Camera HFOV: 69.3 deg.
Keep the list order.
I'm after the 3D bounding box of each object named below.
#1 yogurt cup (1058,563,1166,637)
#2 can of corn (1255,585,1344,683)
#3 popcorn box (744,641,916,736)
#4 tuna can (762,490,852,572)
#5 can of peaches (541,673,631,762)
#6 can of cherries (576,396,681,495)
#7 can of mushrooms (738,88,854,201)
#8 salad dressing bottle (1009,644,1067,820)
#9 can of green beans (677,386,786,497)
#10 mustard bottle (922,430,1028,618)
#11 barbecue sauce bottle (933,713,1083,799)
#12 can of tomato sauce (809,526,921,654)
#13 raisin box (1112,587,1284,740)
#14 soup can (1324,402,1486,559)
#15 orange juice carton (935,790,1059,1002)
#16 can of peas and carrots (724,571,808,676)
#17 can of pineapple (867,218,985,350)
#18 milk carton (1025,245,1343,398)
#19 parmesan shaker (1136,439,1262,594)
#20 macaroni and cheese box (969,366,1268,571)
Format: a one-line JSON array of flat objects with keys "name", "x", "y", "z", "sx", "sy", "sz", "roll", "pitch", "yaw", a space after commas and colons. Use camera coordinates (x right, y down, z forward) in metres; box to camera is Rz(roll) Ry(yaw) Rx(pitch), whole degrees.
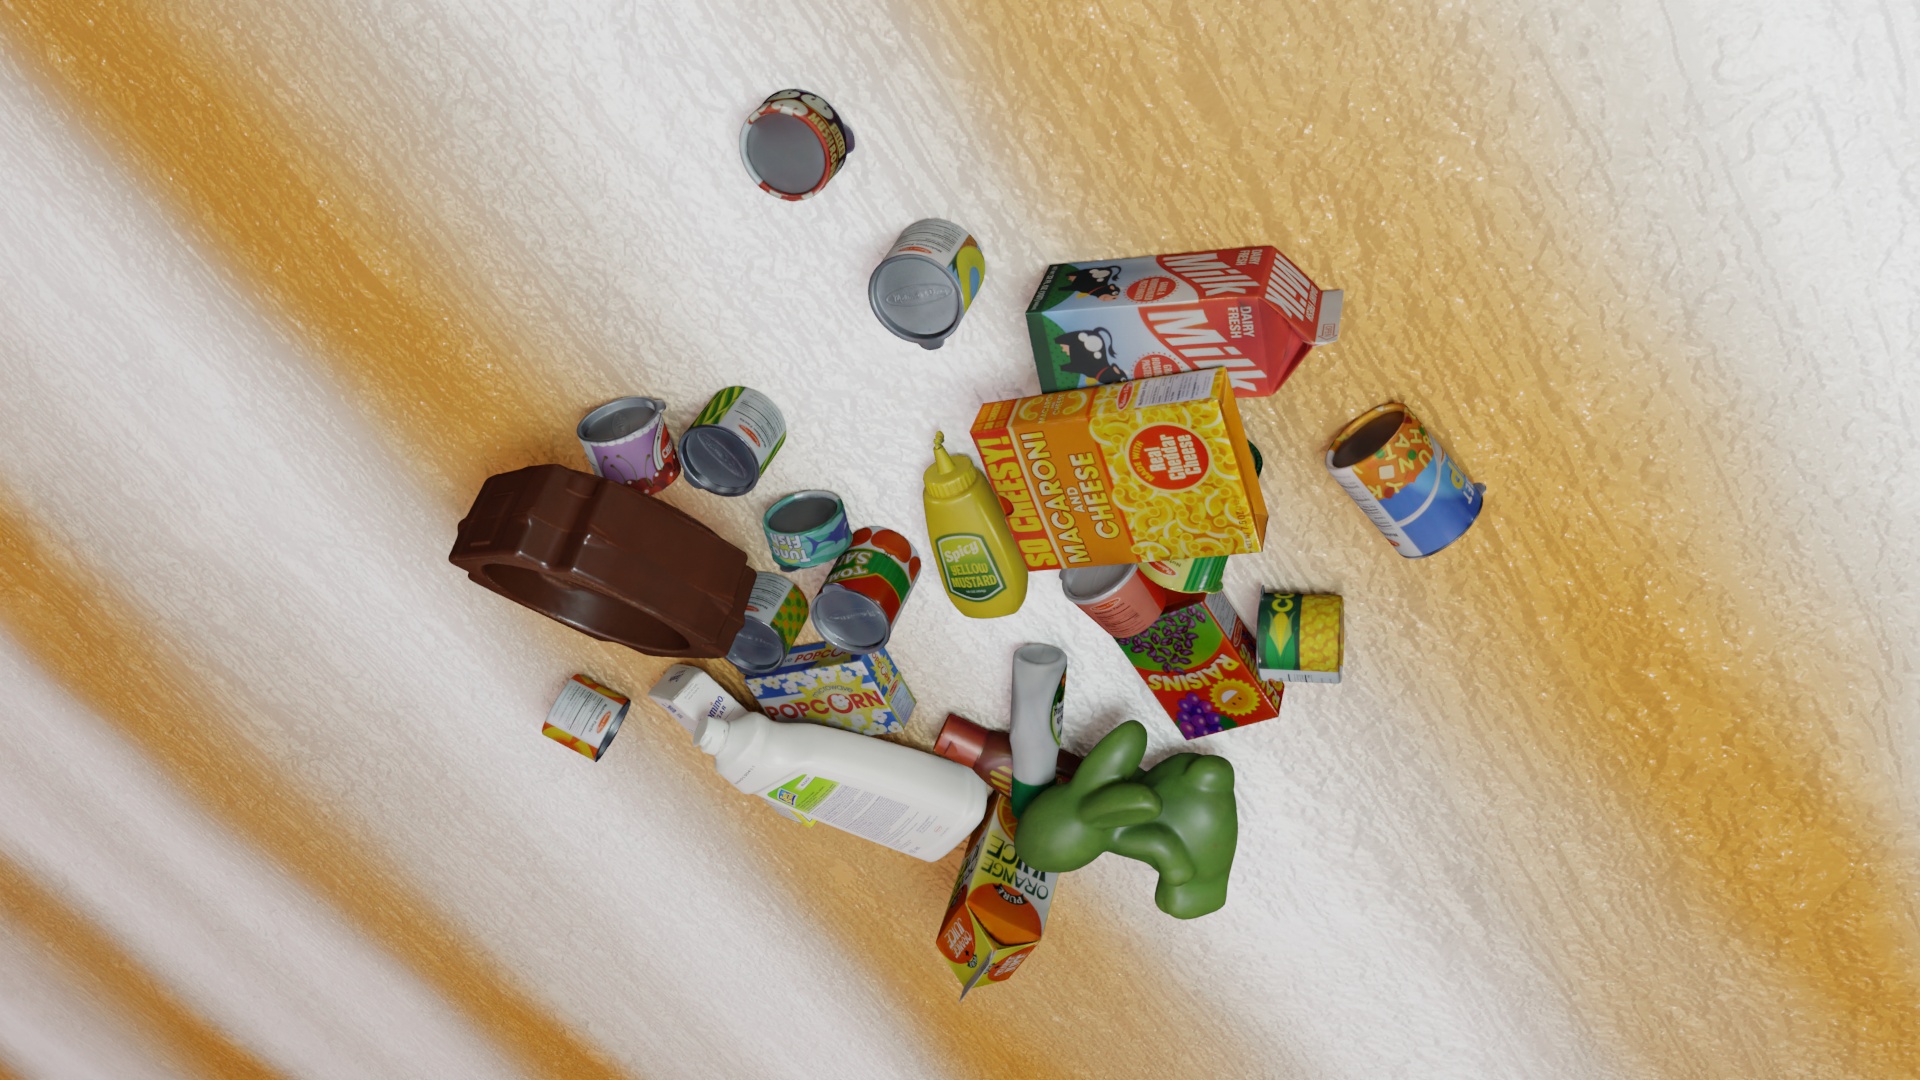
[{"name": "yogurt cup", "x": 0.118, "y": 0.036, "z": 1.042, "sx": 0.072, "sy": 0.073, "sz": 0.054, "roll": -20, "pitch": 126, "yaw": 32}, {"name": "can of corn", "x": 0.250, "y": 0.069, "z": 1.019, "sx": 0.058, "sy": 0.071, "sz": 0.070, "roll": 1, "pitch": 127, "yaw": 19}, {"name": "popcorn box", "x": -0.114, "y": 0.132, "z": 1.217, "sx": 0.126, "sy": 0.038, "sz": 0.085, "roll": -12, "pitch": 122, "yaw": 27}, {"name": "tuna can", "x": -0.122, "y": -0.008, "z": 1.089, "sx": 0.071, "sy": 0.071, "sz": 0.032, "roll": 1, "pitch": 126, "yaw": 20}, {"name": "can of peaches", "x": -0.354, "y": 0.168, "z": 1.315, "sx": 0.058, "sy": 0.071, "sz": 0.071, "roll": 28, "pitch": 131, "yaw": -3}, {"name": "can of cherries", "x": -0.257, "y": -0.072, "z": 1.092, "sx": 0.071, "sy": 0.072, "sz": 0.058, "roll": 0, "pitch": 127, "yaw": 20}, {"name": "can of mushrooms", "x": -0.108, "y": -0.259, "z": 0.912, "sx": 0.071, "sy": 0.034, "sz": 0.070, "roll": 10, "pitch": 128, "yaw": 13}, {"name": "salad dressing bottle", "x": 0.062, "y": 0.160, "z": 1.141, "sx": 0.044, "sy": 0.064, "sz": 0.147, "roll": 5, "pitch": 111, "yaw": 9}, {"name": "can of green beans", "x": -0.174, "y": -0.076, "z": 1.063, "sx": 0.071, "sy": 0.058, "sz": 0.071, "roll": 10, "pitch": 129, "yaw": 12}, {"name": "mustard bottle", "x": 0.004, "y": -0.013, "z": 1.053, "sx": 0.065, "sy": 0.049, "sz": 0.159, "roll": -7, "pitch": 124, "yaw": 23}, {"name": "barbecue sauce bottle", "x": 0.050, "y": 0.197, "z": 1.204, "sx": 0.148, "sy": 0.044, "sz": 0.064, "roll": 25, "pitch": 121, "yaw": 0}, {"name": "can of tomato sauce", "x": -0.075, "y": 0.037, "z": 1.098, "sx": 0.071, "sy": 0.083, "sz": 0.070, "roll": 10, "pitch": 129, "yaw": 13}, {"name": "raisin box", "x": 0.184, "y": 0.092, "z": 1.077, "sx": 0.086, "sy": 0.040, "sz": 0.123, "roll": -22, "pitch": 115, "yaw": 32}, {"name": "soup can", "x": 0.294, "y": -0.042, "z": 0.916, "sx": 0.071, "sy": 0.072, "sz": 0.083, "roll": -32, "pitch": 110, "yaw": 36}, {"name": "orange juice carton", "x": 0.036, "y": 0.301, "z": 1.192, "sx": 0.073, "sy": 0.194, "sz": 0.071, "roll": 27, "pitch": 130, "yaw": -3}, {"name": "can of peas and carrots", "x": -0.168, "y": 0.071, "z": 1.175, "sx": 0.071, "sy": 0.059, "sz": 0.070, "roll": 10, "pitch": 130, "yaw": 13}, {"name": "can of pineapple", "x": -0.022, "y": -0.173, "z": 0.932, "sx": 0.071, "sy": 0.058, "sz": 0.070, "roll": 10, "pitch": 129, "yaw": 13}, {"name": "milk carton", "x": 0.146, "y": -0.137, "z": 0.889, "sx": 0.190, "sy": 0.073, "sz": 0.073, "roll": -1, "pitch": 126, "yaw": 20}, {"name": "parmesan shaker", "x": 0.169, "y": -0.021, "z": 0.974, "sx": 0.071, "sy": 0.072, "sz": 0.102, "roll": 18, "pitch": 130, "yaw": 6}, {"name": "macaroni and cheese box", "x": 0.104, "y": -0.042, "z": 0.908, "sx": 0.166, "sy": 0.040, "sz": 0.123, "roll": -6, "pitch": 127, "yaw": 25}]
